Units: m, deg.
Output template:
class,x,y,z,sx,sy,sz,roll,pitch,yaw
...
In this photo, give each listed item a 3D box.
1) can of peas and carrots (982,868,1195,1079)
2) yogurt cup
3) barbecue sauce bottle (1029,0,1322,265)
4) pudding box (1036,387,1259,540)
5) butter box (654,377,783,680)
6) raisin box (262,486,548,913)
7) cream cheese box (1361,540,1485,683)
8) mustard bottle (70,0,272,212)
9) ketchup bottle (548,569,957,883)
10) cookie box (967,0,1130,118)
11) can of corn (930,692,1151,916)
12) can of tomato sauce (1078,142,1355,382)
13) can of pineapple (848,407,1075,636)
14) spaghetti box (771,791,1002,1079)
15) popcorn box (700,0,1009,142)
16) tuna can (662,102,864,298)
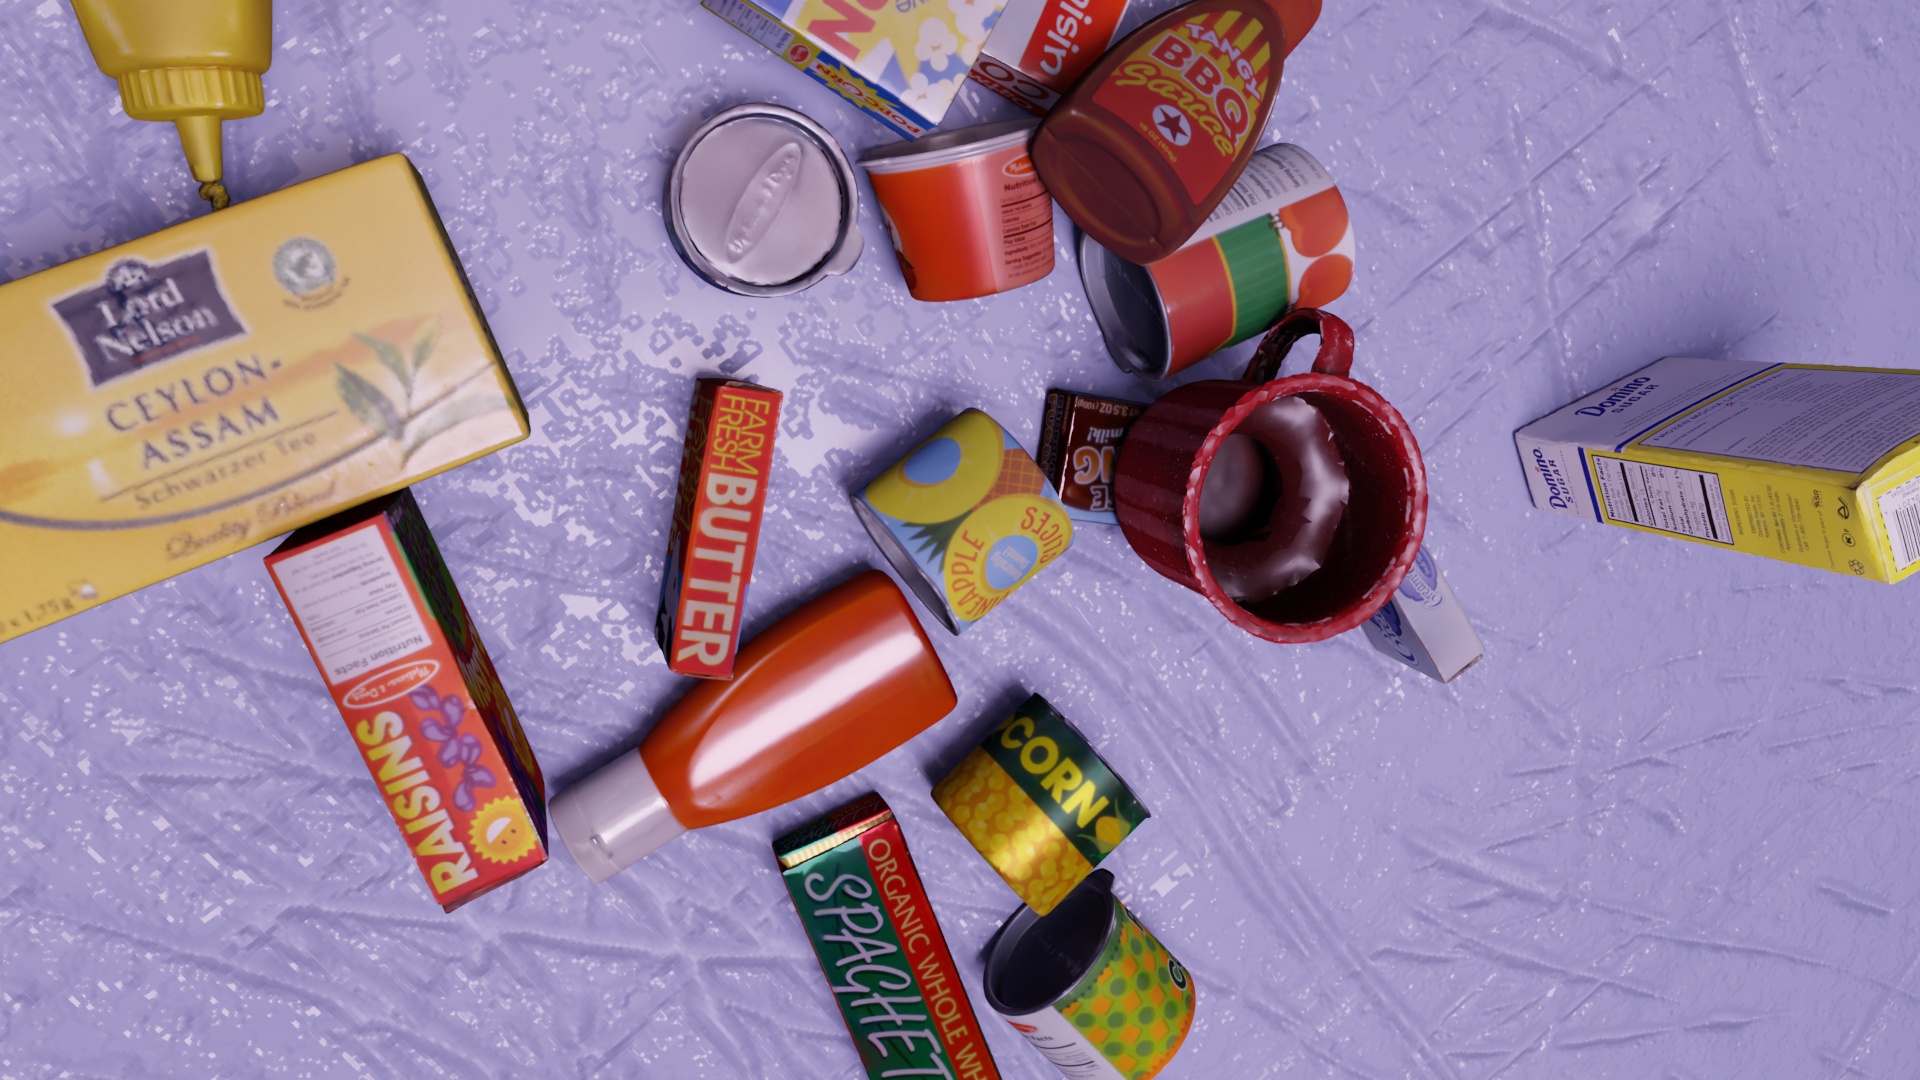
class,x,y,z,sx,sy,sz,roll,pitch,yaw
can of peas and carrots,0.054,0.178,0.562,0.071,0.071,0.058,-44,109,-6
yogurt cup,0.003,-0.119,0.501,0.072,0.072,0.053,-18,112,-14
barbecue sauce bottle,0.086,-0.164,0.500,0.065,0.043,0.149,44,56,-8
pudding box,0.074,-0.030,0.554,0.084,0.030,0.049,8,97,-18
butter box,-0.088,-0.007,0.496,0.024,0.053,0.103,9,96,-20
raisin box,-0.179,0.048,0.459,0.040,0.086,0.123,-24,105,-14
cream cheese box,0.173,0.008,0.578,0.024,0.053,0.103,-37,107,-6
mustard bottle,-0.243,-0.180,0.423,0.065,0.049,0.159,-8,101,-15
ketchup bottle,-0.078,0.073,0.516,0.149,0.043,0.064,-30,110,-10
cookie box,-0.008,-0.244,0.491,0.167,0.040,0.123,24,91,-18
can of corn,0.030,0.102,0.540,0.058,0.071,0.071,-42,108,-6
can of tomato sauce,0.097,-0.105,0.531,0.083,0.071,0.071,-25,105,-12
can of pineapple,0.002,-0.006,0.515,0.058,0.071,0.071,-38,107,-8
spaghetti box,-0.009,0.221,0.568,0.050,0.029,0.249,-24,105,-12
popcorn box,-0.016,-0.208,0.451,0.085,0.038,0.126,29,90,-18
tuna can,-0.069,-0.118,0.494,0.071,0.033,0.071,-3,100,-16
